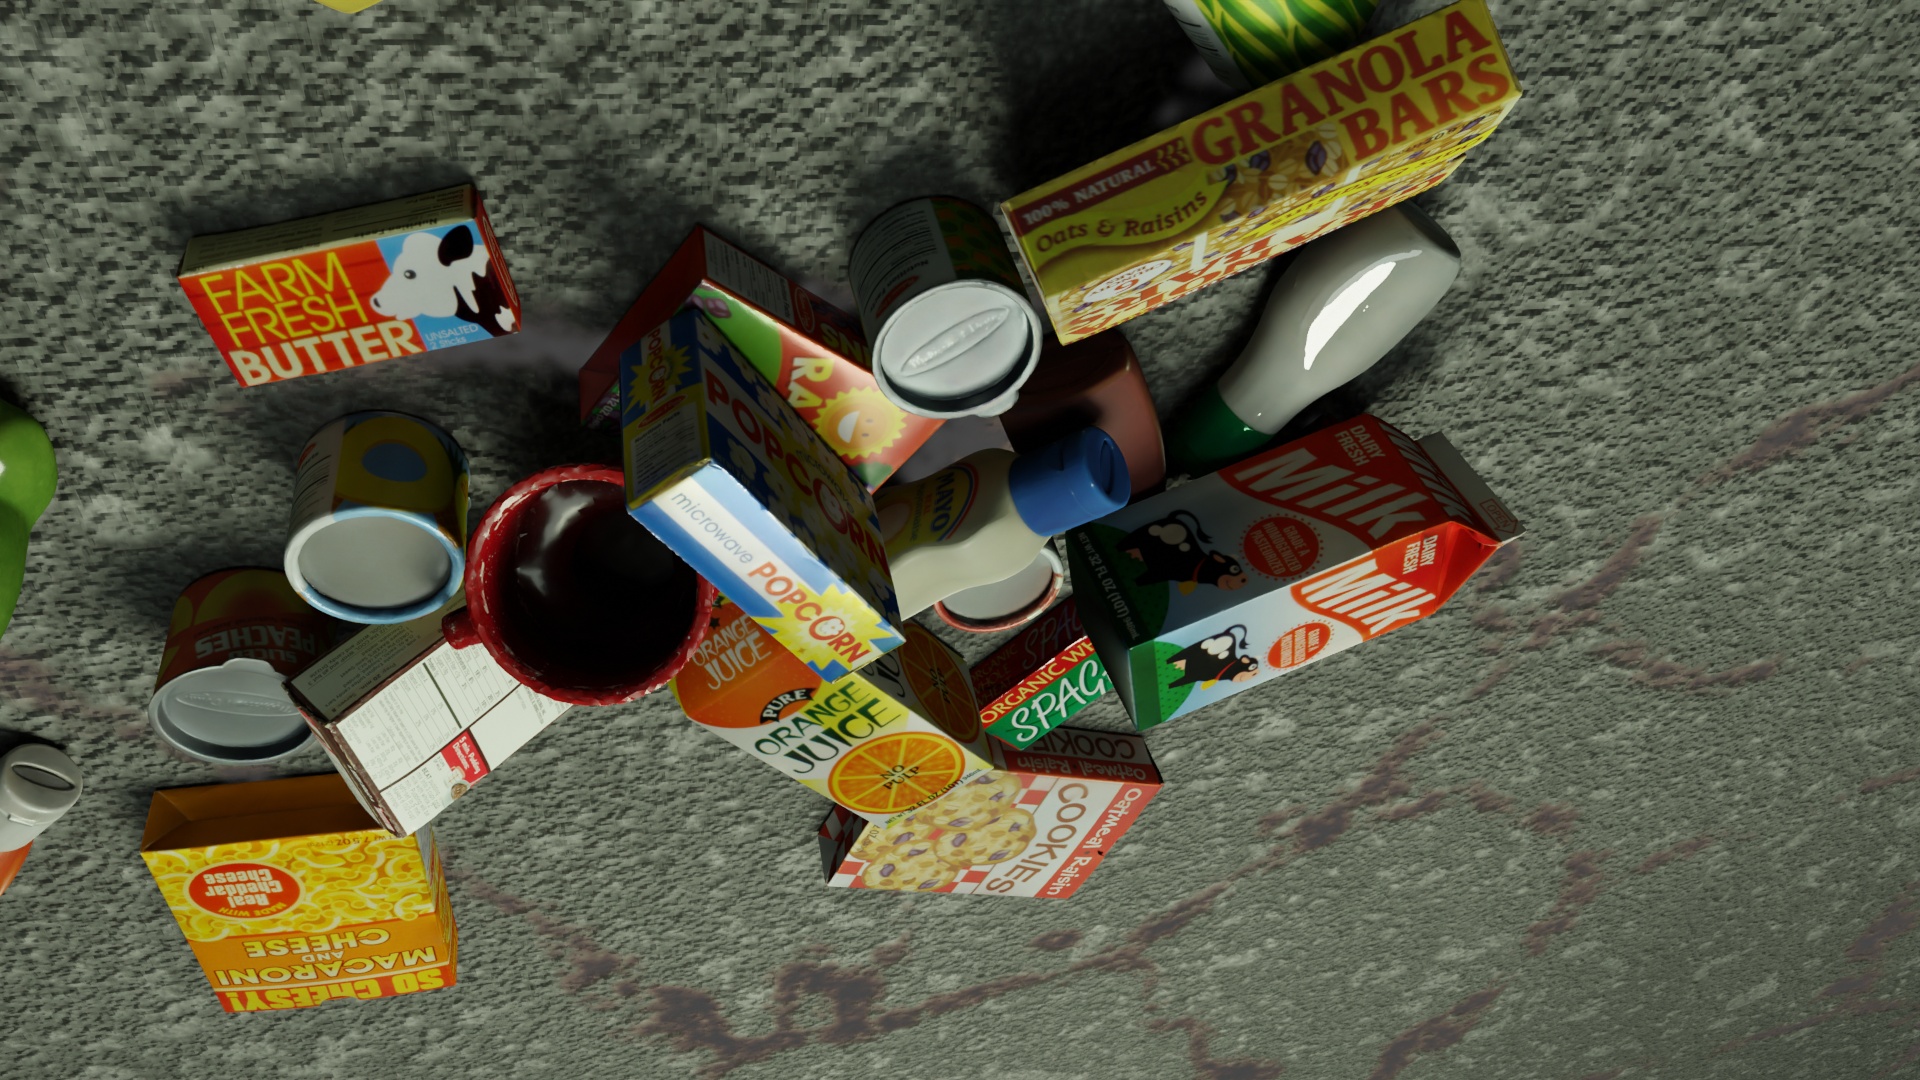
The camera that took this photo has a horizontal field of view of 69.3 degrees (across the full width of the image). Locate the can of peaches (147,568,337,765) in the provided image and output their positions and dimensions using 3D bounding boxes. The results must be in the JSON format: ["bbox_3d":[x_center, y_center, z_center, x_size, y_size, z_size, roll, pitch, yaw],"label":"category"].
[{"bbox_3d":[-0.305,0.052,0.596,0.071,0.058,0.070,-8,136,-8],"label":"can of peaches"}]

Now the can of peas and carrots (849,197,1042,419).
[{"bbox_3d":[-0.005,-0.090,0.543,0.071,0.059,0.070,-9,137,-8],"label":"can of peas and carrots"}]

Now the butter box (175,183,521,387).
[{"bbox_3d":[-0.217,-0.091,0.501,0.103,0.024,0.052,-13,136,-5],"label":"butter box"}]

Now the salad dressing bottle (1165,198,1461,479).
[{"bbox_3d":[0.150,-0.084,0.609,0.064,0.044,0.147,14,131,-36],"label":"salad dressing bottle"}]

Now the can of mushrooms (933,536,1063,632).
[{"bbox_3d":[0.014,0.013,0.674,0.071,0.033,0.070,-10,137,-9],"label":"can of mushrooms"}]

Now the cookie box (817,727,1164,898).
[{"bbox_3d":[0.017,0.161,0.821,0.167,0.040,0.122,10,131,-26],"label":"cookie box"}]

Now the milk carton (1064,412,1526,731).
[{"bbox_3d":[0.150,0.007,0.626,0.191,0.072,0.073,-22,142,-6],"label":"milk carton"}]

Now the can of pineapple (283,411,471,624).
[{"bbox_3d":[-0.230,-0.008,0.557,0.071,0.058,0.070,-9,136,-9],"label":"can of pineapple"}]

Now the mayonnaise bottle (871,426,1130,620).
[{"bbox_3d":[0.002,-0.008,0.599,0.147,0.065,0.041,-22,135,33],"label":"mayonnaise bottle"}]

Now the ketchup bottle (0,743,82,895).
[{"bbox_3d":[-0.474,0.148,0.652,0.148,0.044,0.064,-34,135,18],"label":"ketchup bottle"}]

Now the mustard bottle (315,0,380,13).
[{"bbox_3d":[-0.142,-0.218,0.373,0.159,0.049,0.065,-39,144,23],"label":"mustard bottle"}]

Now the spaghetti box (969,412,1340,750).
[{"bbox_3d":[0.104,0.028,0.720,0.249,0.029,0.050,-38,132,21],"label":"spaghetti box"}]

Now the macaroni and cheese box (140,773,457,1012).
[{"bbox_3d":[-0.343,0.190,0.739,0.124,0.040,0.165,-3,135,-13],"label":"macaroni and cheese box"}]

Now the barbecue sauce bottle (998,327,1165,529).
[{"bbox_3d":[0.066,-0.030,0.638,0.065,0.044,0.148,-17,138,11],"label":"barbecue sauce bottle"}]

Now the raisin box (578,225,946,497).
[{"bbox_3d":[-0.079,-0.060,0.565,0.123,0.040,0.086,26,122,-35],"label":"raisin box"}]

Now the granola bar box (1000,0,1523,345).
[{"bbox_3d":[0.103,-0.125,0.504,0.165,0.039,0.124,-23,178,6],"label":"granola bar box"}]

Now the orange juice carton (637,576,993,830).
[{"bbox_3d":[-0.071,0.062,0.668,0.071,0.073,0.192,-33,134,18],"label":"orange juice carton"}]

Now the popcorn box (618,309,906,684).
[{"bbox_3d":[-0.074,-0.014,0.520,0.038,0.085,0.126,-29,135,13],"label":"popcorn box"}]

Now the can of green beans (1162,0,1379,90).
[{"bbox_3d":[0.099,-0.194,0.462,0.071,0.071,0.057,-35,134,19],"label":"can of green beans"}]
